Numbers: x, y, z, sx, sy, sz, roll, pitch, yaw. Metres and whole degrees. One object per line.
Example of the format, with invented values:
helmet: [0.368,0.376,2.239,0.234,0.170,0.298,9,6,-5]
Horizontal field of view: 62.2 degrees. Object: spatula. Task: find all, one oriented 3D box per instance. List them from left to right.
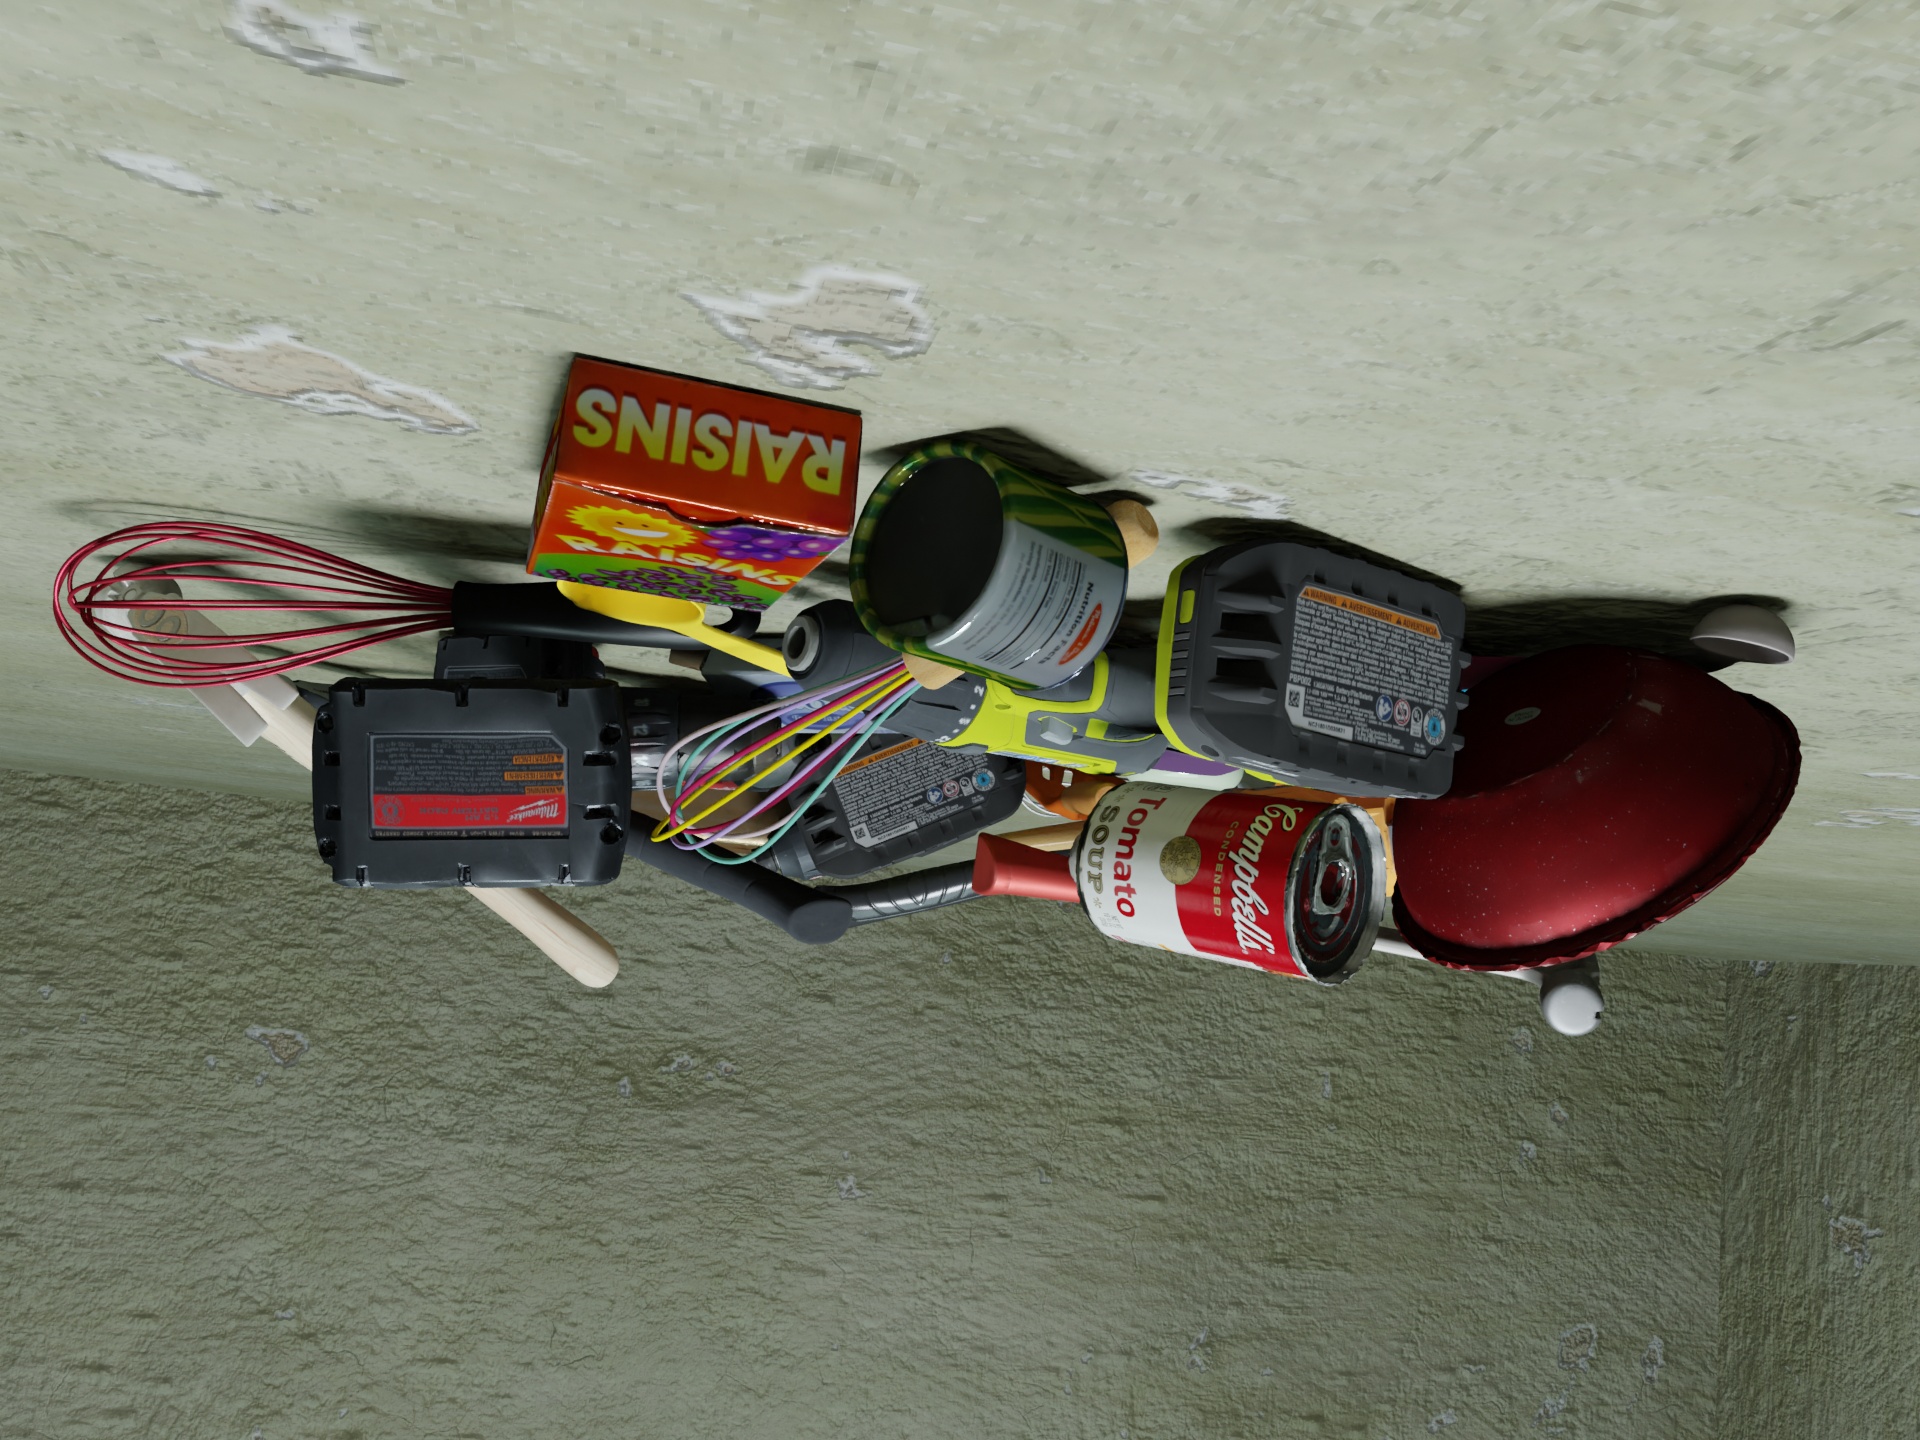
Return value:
spatula: [-0.001,-0.003,0.866,0.315,0.018,0.060,12,169,-11]
spatula: [0.068,0.034,0.878,0.081,0.041,0.322,23,177,0]

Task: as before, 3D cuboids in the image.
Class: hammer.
hammer: [-0.295,0.064,0.888,0.146,0.038,0.410,30,164,33]
hammer: [-0.247,0.050,0.983,0.409,0.036,0.149,21,-172,20]
hammer: [0.058,0.099,1.081,0.335,0.035,0.146,-13,151,5]
hammer: [0.184,0.113,0.938,0.359,0.036,0.149,10,-169,12]

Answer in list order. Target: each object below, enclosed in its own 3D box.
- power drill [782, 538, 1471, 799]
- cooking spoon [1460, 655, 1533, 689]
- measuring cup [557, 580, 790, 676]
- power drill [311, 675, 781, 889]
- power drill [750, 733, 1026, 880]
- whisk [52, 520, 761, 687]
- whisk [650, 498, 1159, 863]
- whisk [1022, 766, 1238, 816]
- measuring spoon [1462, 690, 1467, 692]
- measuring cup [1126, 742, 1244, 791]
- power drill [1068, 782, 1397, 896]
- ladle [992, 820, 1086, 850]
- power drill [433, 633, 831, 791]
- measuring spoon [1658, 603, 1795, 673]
power drill: [0.059,-0.017,0.624,0.190,0.080,0.228,11,173,-38]
cooking spoon: [0.141,-0.014,0.768,0.068,0.017,0.319,4,175,-37]
measuring cup: [-0.095,-0.045,0.649,0.062,0.029,0.156,-2,164,37]
power drill: [-0.174,0.015,0.707,0.188,0.080,0.227,0,-175,-6]
power drill: [-0.049,0.055,1.002,0.171,0.080,0.223,-22,175,-11]
whisk: [-0.233,-0.048,0.678,0.296,0.073,0.073,1,172,-3]
whisk: [-0.030,-0.008,0.571,0.245,0.051,0.047,-31,165,32]
whisk: [0.150,0.046,1.100,0.246,0.057,0.059,5,-154,-16]
measuring spoon: [0.249,-0.002,0.766,0.042,0.021,0.128,3,172,18]
measuring cup: [0.095,0.017,0.938,0.167,0.038,0.083,8,171,-29]
power drill: [0.179,0.060,0.839,0.185,0.084,0.226,-9,178,30]
ladle: [0.168,0.060,0.992,0.315,0.031,0.069,-7,129,4]
power drill: [-0.187,0.004,0.933,0.143,0.078,0.219,0,173,37]
measuring spoon: [0.284,-0.030,0.608,0.034,0.018,0.124,16,180,8]
